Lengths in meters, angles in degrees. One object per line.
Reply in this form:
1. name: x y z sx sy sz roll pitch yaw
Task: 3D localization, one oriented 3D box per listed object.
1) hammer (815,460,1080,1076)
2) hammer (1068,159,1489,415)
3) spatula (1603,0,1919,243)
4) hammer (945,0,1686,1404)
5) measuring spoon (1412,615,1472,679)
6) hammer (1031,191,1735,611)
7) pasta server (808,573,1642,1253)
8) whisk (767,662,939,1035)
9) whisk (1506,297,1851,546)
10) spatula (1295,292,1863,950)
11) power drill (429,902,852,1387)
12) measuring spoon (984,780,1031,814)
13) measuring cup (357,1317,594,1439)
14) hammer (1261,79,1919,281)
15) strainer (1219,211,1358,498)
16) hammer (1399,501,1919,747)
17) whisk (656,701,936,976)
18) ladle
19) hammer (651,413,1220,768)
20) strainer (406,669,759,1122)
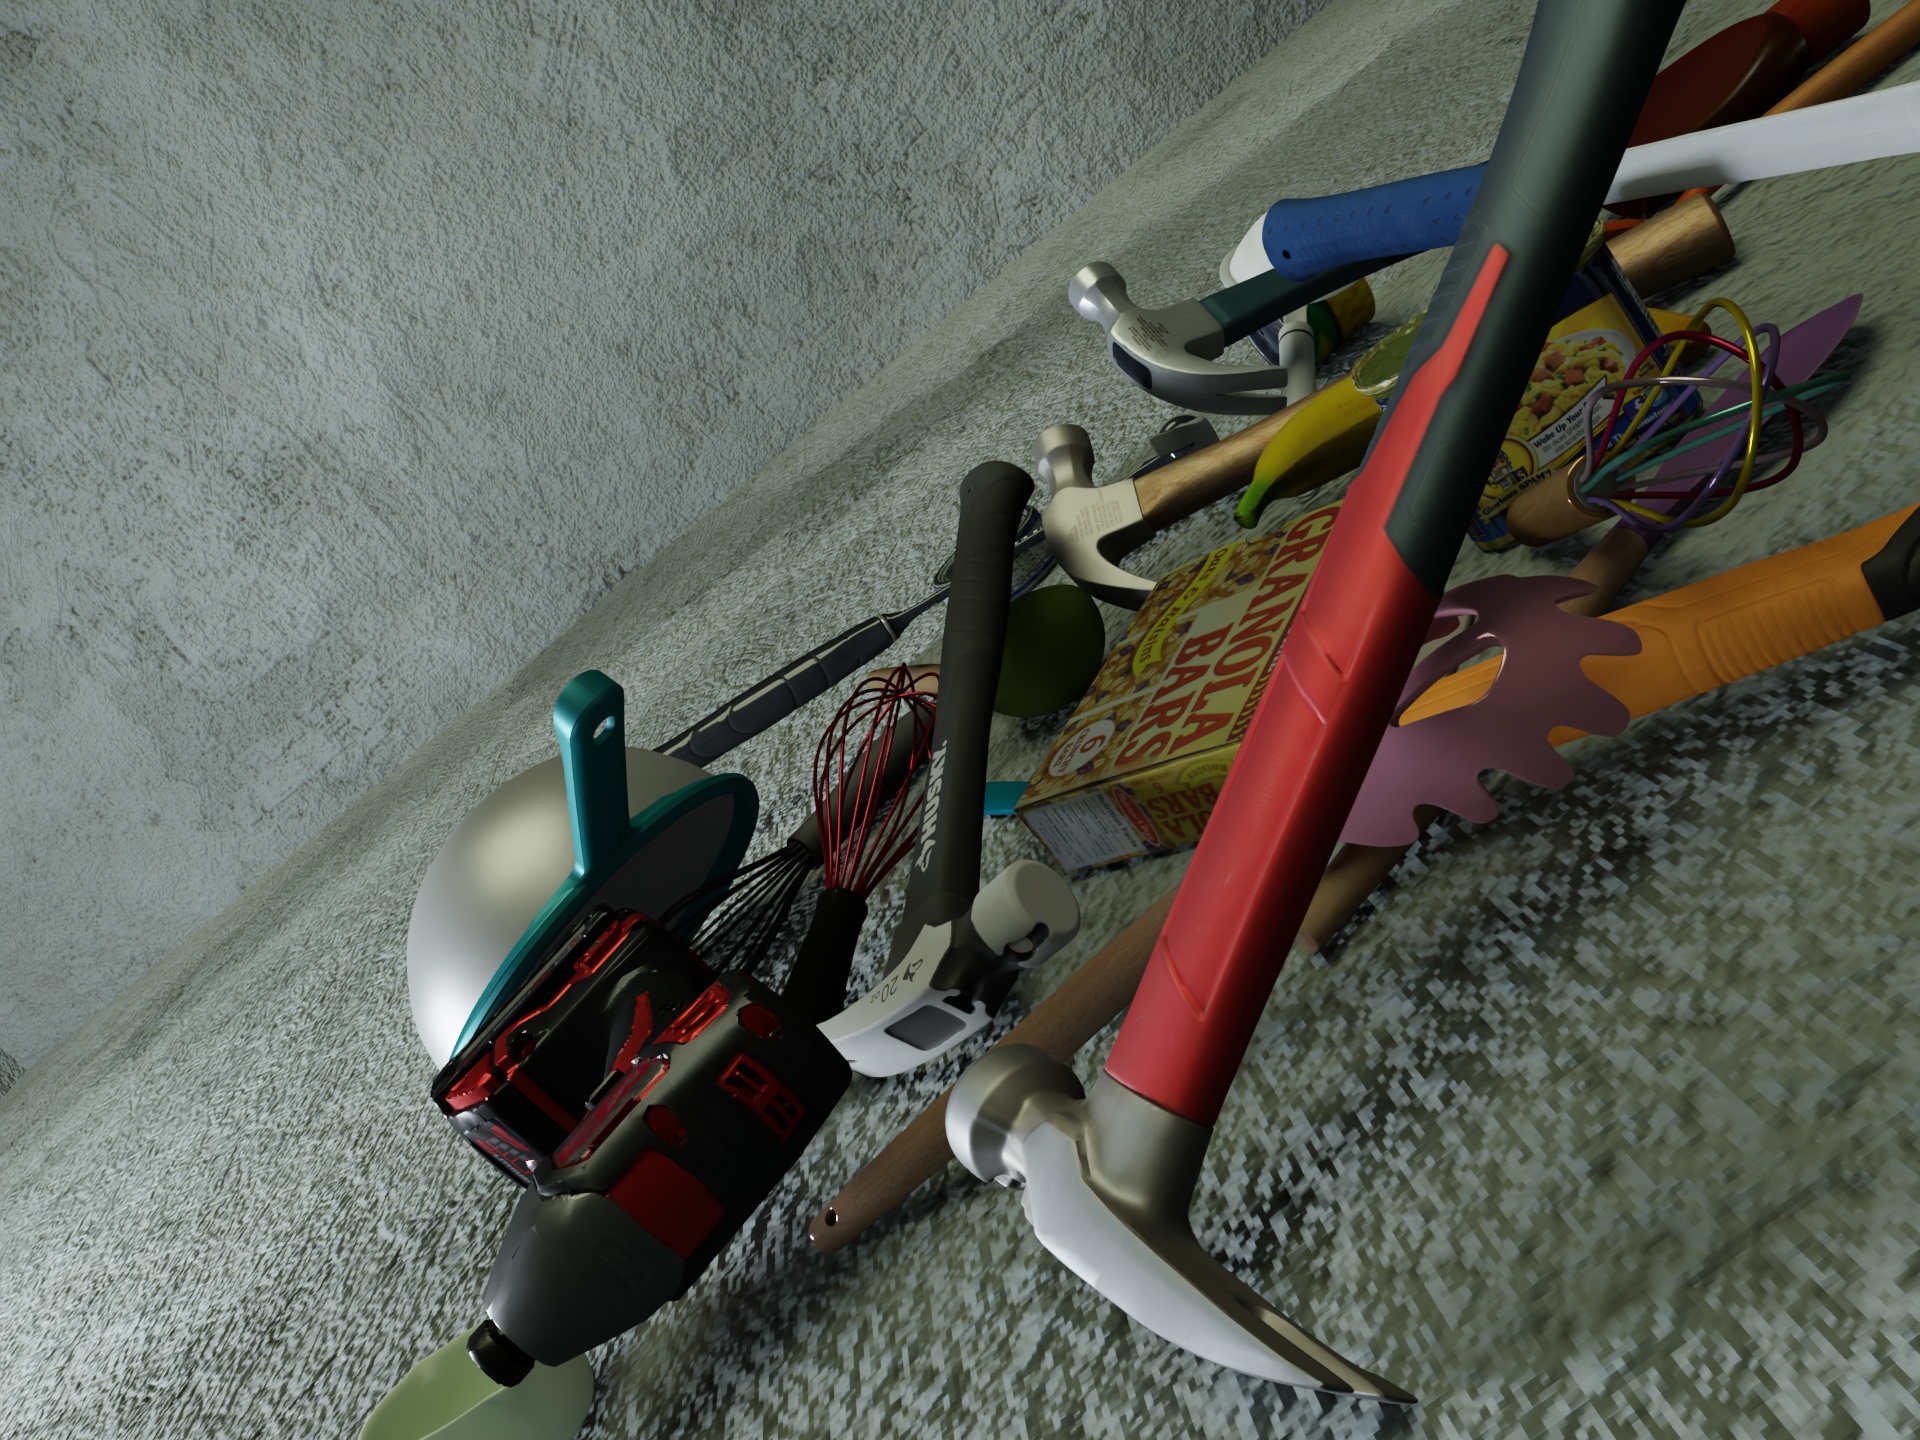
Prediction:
1. hammer: -0.001 -0.002 0.672 0.146 0.035 0.335 -45 25 36
2. hammer: 0.231 -0.260 0.849 0.331 0.033 0.128 -27 58 -7
3. spatula: 0.380 -0.288 0.743 0.322 0.041 0.081 -37 -8 3
4. hammer: 0.116 -0.041 0.384 0.143 0.038 0.386 21 87 56
5. measuring spoon: 0.159 -0.015 0.560 0.034 0.018 0.124 -23 23 44
6. hammer: 0.188 -0.148 0.743 0.331 0.031 0.130 -24 56 22
7. pasta server: 0.058 0.070 0.465 0.316 0.040 0.060 -47 45 25
8. whisk: -0.049 0.072 0.723 0.073 0.073 0.296 -30 26 30
9. whisk: 0.198 -0.077 0.475 0.051 0.047 0.245 -31 -4 7
10. spatula: 0.207 -0.042 0.523 0.316 0.018 0.060 -45 3 -18
11. power drill: -0.127 0.146 0.578 0.143 0.078 0.220 -49 16 -13
12. measuring spoon: 0.026 0.028 0.721 0.042 0.021 0.129 -48 20 -25
13. measuring cup: -0.134 0.220 0.574 0.167 0.038 0.083 -32 8 -41
14. hammer: 0.239 -0.215 0.622 0.035 0.144 0.406 -44 22 -9
15. strainer: 0.185 -0.217 0.873 0.087 0.050 0.259 -4 53 13
16. hammer: 0.224 -0.038 0.417 0.337 0.034 0.127 -24 23 32
17. whisk: -0.082 0.065 0.823 0.239 0.055 0.055 -46 18 -32
18. ladle: -0.006 -0.035 0.900 0.078 0.062 0.320 -24 9 -18
19. hammer: -0.029 -0.060 0.930 0.409 0.036 0.149 -31 5 11
20. strainer: -0.191 0.054 0.727 0.211 0.095 0.340 -46 -14 -29
